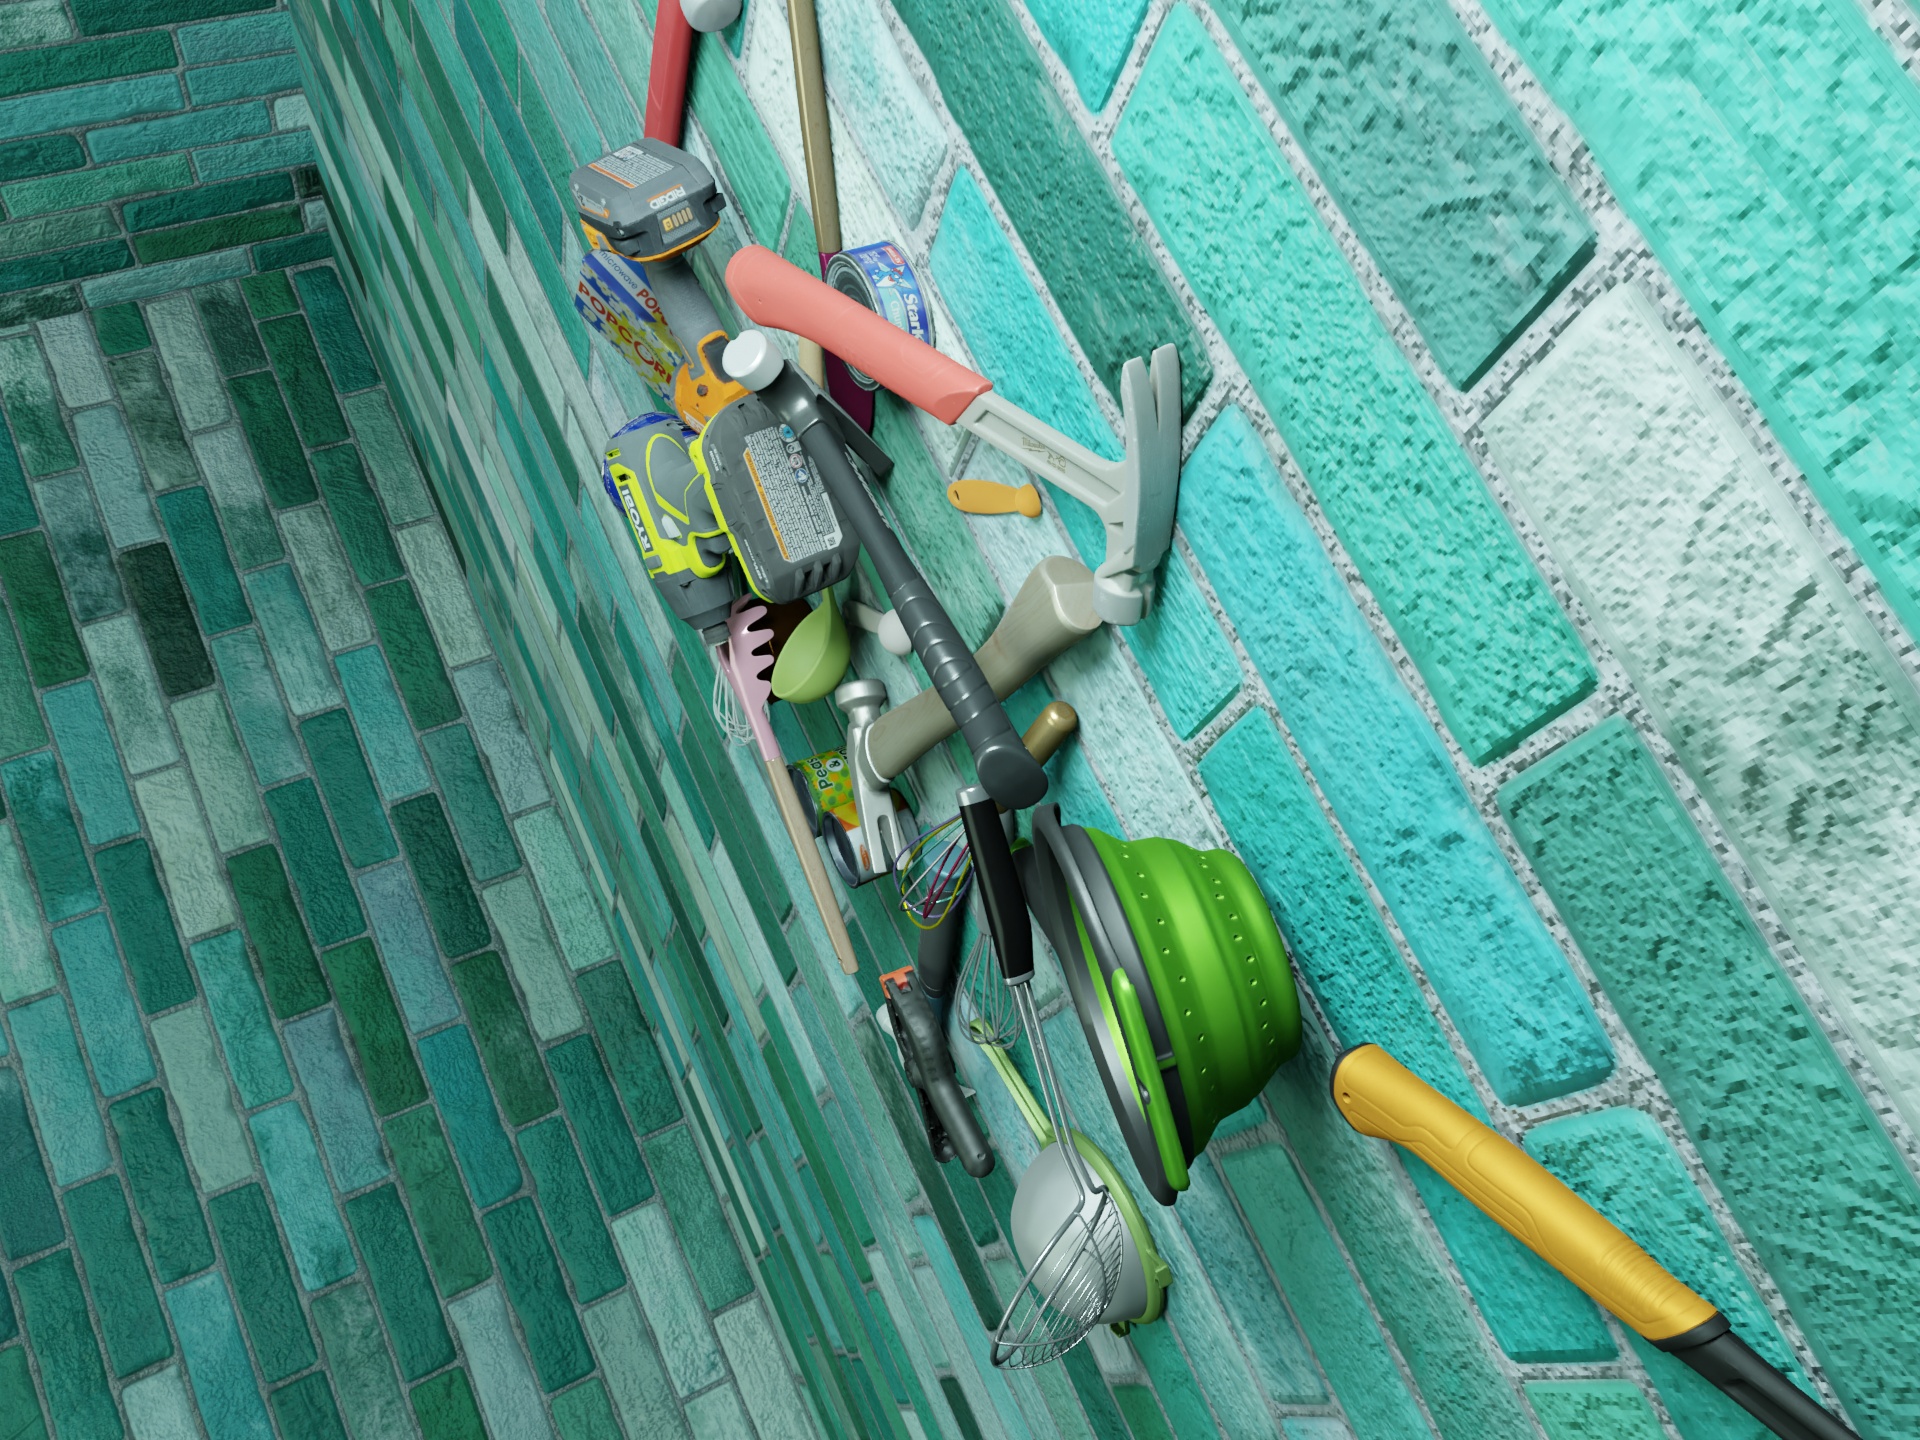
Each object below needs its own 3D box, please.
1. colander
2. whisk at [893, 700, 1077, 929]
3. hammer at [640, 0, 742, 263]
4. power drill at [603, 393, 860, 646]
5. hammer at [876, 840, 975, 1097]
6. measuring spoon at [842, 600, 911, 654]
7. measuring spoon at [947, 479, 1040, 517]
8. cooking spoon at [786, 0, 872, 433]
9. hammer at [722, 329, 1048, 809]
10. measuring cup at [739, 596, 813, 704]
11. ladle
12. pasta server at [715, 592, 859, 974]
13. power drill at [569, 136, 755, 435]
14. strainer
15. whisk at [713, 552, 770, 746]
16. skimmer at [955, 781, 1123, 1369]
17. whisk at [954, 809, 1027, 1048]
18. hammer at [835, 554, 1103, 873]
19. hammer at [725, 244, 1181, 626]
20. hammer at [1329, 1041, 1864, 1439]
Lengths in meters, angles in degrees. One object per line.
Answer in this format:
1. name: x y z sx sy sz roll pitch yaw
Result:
1. colander: 0.099 0.115 0.877 0.397 0.094 0.204 -126 19 -78
2. whisk: 0.015 0.066 1.017 0.245 0.051 0.047 126 156 -47
3. hammer: -0.230 -0.458 1.196 0.143 0.038 0.386 66 158 13
4. power drill: -0.167 -0.140 1.135 0.223 0.080 0.171 -2 111 57
5. hammer: -0.023 0.206 1.294 0.128 0.033 0.330 56 154 33
6. measuring spoon: -0.069 -0.071 1.178 0.124 0.018 0.034 27 133 61
7. measuring spoon: 0.016 -0.130 0.935 0.117 0.011 0.021 20 127 63
8. cooking spoon: -0.086 -0.321 0.999 0.069 0.017 0.318 46 149 46
9. hammer: -0.034 -0.084 0.930 0.146 0.035 0.335 36 -159 -56
10. measuring cup: -0.164 -0.076 1.359 0.174 0.052 0.095 33 139 59
11. ladle: -0.115 -0.153 1.154 0.078 0.062 0.320 -107 14 -55
12. pasta server: -0.135 0.054 1.279 0.060 0.040 0.316 -12 98 61
13. power drill: -0.189 -0.293 1.157 0.164 0.084 0.226 41 158 49
14. strainer: 0.054 0.338 1.177 0.257 0.069 0.151 57 155 26
15. whisk: -0.213 -0.085 1.480 0.058 0.059 0.246 11 122 23
16. skimmer: 0.027 0.221 0.988 0.090 0.127 0.363 -13 93 31
17. whisk: 0.022 0.141 1.120 0.055 0.055 0.238 44 143 47
18. hammer: -0.002 -0.003 1.029 0.410 0.038 0.146 144 117 -66
19. hammer: -0.018 -0.193 0.860 0.359 0.036 0.149 39 145 37
20. hammer: 0.264 0.217 0.622 0.337 0.034 0.127 36 141 55
